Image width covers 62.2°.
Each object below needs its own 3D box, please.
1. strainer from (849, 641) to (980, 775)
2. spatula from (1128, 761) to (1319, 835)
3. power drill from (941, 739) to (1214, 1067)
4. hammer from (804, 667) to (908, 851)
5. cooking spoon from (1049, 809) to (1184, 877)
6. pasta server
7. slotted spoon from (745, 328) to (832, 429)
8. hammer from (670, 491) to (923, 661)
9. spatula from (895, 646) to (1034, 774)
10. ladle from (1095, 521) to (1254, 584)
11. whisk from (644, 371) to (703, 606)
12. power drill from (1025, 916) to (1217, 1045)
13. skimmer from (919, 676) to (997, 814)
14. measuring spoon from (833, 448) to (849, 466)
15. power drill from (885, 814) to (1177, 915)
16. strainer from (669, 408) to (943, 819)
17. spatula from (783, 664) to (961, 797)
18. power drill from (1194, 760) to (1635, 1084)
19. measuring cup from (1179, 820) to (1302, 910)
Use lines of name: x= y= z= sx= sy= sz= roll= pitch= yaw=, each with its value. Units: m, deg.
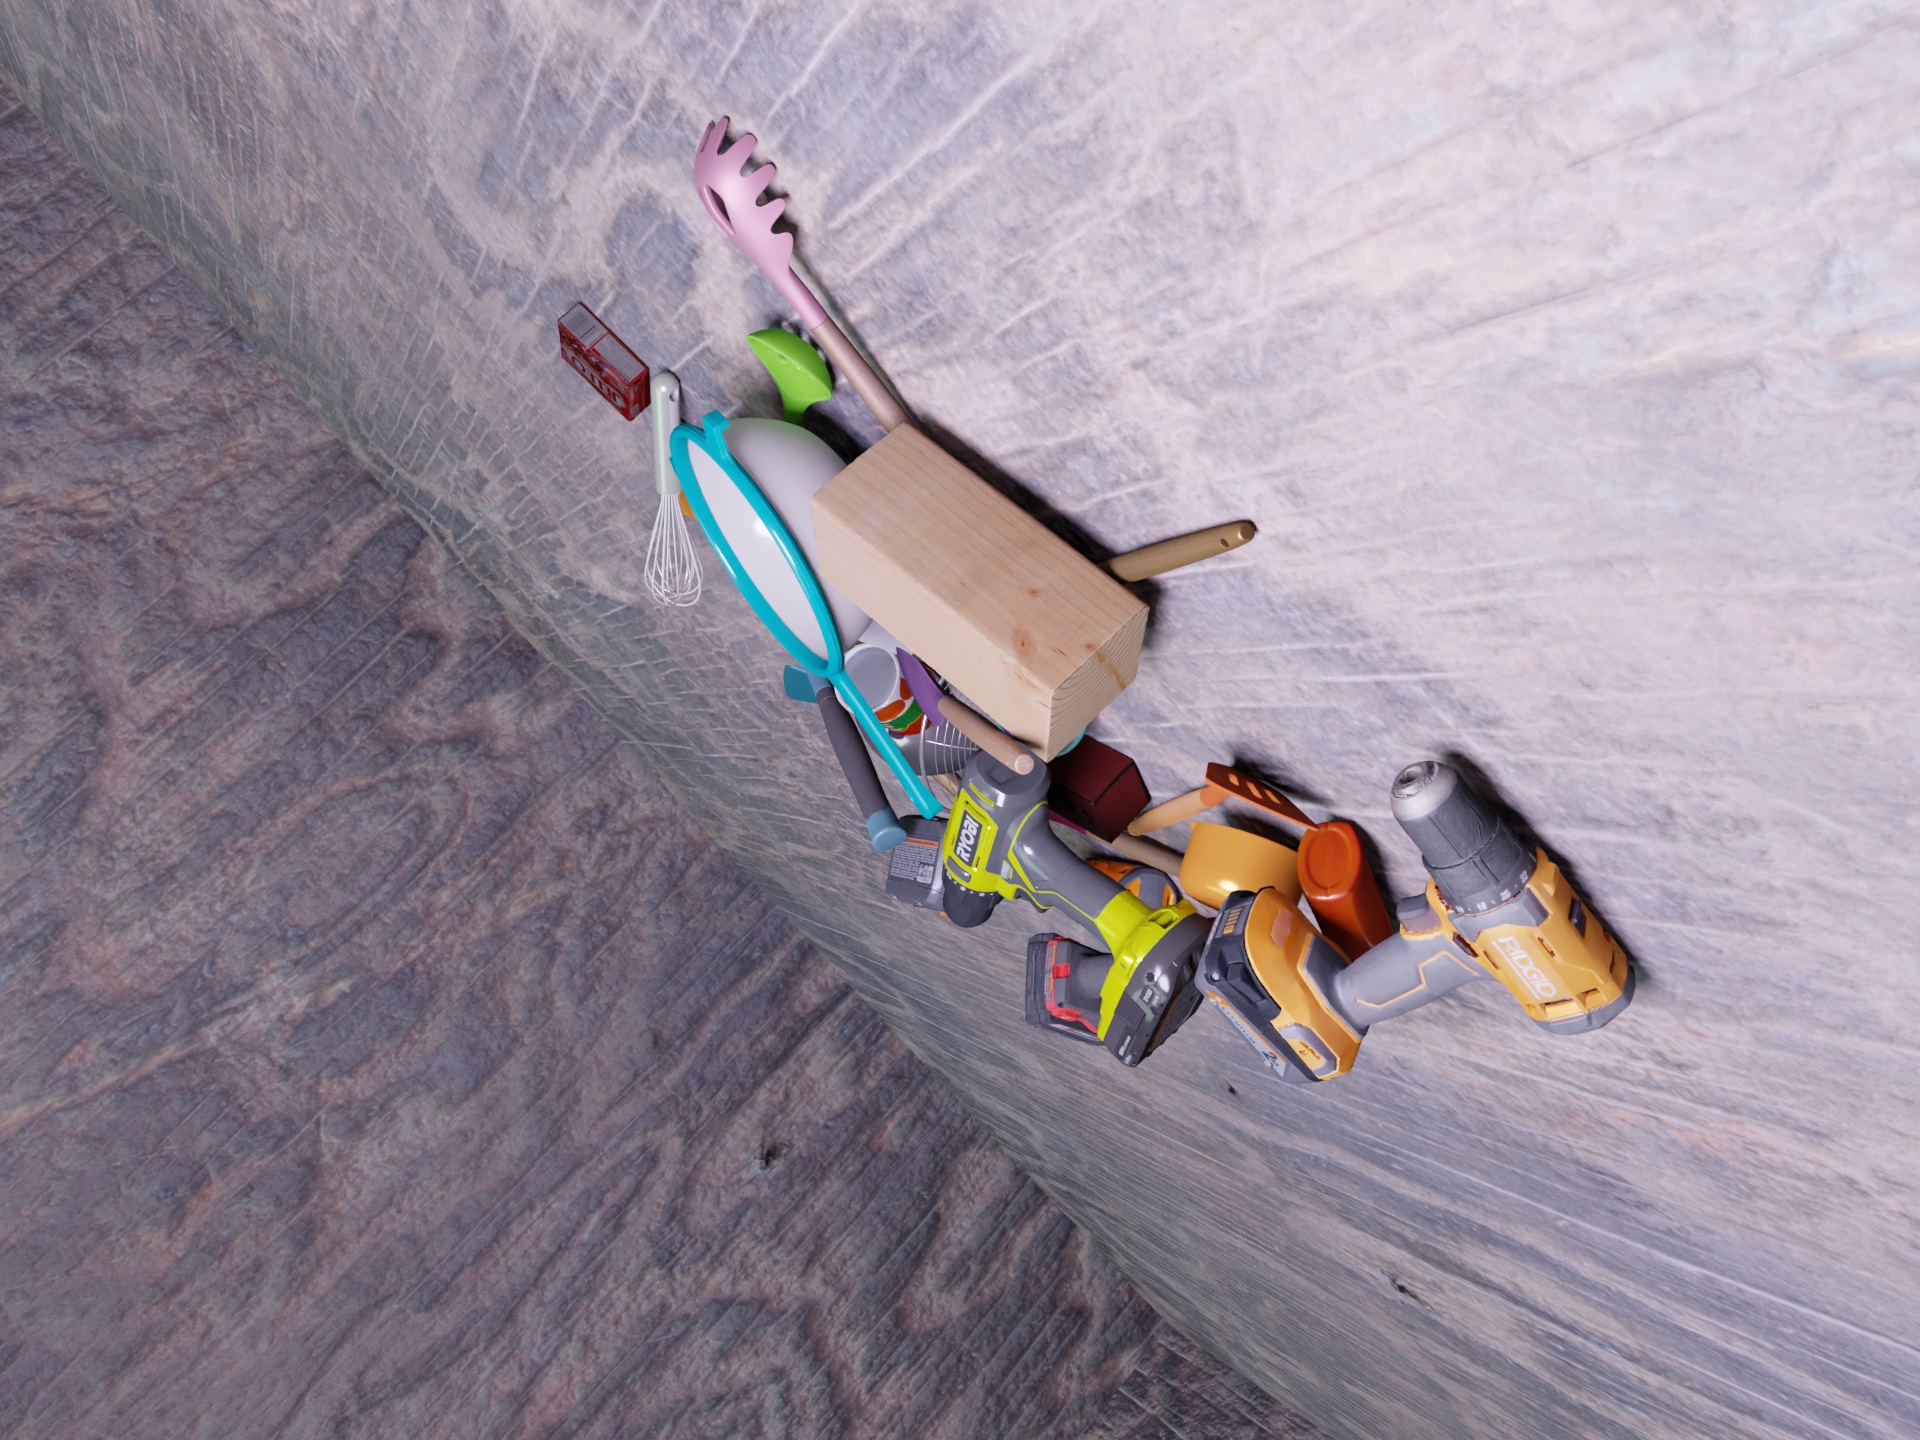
strainer: x=-0.019 y=0.023 z=1.446 sx=0.257 sy=0.069 sz=0.151 roll=27 pitch=156 yaw=49
spatula: x=0.170 y=0.067 z=1.159 sx=0.081 sy=0.041 sz=0.322 roll=24 pitch=166 yaw=-5
power drill: x=0.076 y=0.144 z=1.183 sx=0.229 sy=0.080 sz=0.190 roll=41 pitch=143 yaw=22
hammer: x=-0.113 y=-0.011 z=1.418 sx=0.128 sy=0.033 sz=0.331 roll=57 pitch=-175 yaw=-50
cooking spoon: x=0.129 y=0.100 z=1.352 sx=0.068 sy=0.017 sz=0.319 roll=28 pitch=175 yaw=-42
pasta server: x=-0.070 y=-0.241 z=1.024 sx=0.316 sy=0.040 sz=0.060 roll=50 pitch=163 yaw=-30
slotted spoon: x=-0.129 y=-0.217 z=1.210 sx=0.070 sy=0.031 sz=0.313 roll=33 pitch=164 yaw=3
hammer: x=-0.164 y=-0.142 z=1.393 sx=0.127 sy=0.034 sz=0.337 roll=17 pitch=-167 yaw=-48
spatula: x=-0.002 y=-0.004 z=1.111 sx=0.316 sy=0.018 sz=0.059 roll=-143 pitch=33 yaw=-71
ladle: x=0.092 y=-0.092 z=0.993 sx=0.069 sy=0.031 sz=0.315 roll=50 pitch=161 yaw=-13
whisk: x=-0.257 y=-0.200 z=1.413 sx=0.059 sy=0.058 sz=0.246 roll=21 pitch=135 yaw=15
power drill: x=0.172 y=0.214 z=1.309 sx=0.220 sy=0.079 sz=0.143 roll=-15 pitch=151 yaw=38
skimmer: x=-0.026 y=-0.062 z=1.225 sx=0.362 sy=0.090 sz=0.127 roll=70 pitch=178 yaw=-51
measuring spoon: x=-0.062 y=-0.156 z=1.227 sx=0.042 sy=0.021 sz=0.128 roll=17 pitch=139 yaw=57
power drill: x=0.055 y=0.140 z=1.394 sx=0.226 sy=0.084 sz=0.164 roll=13 pitch=174 yaw=-22
strainer: x=-0.082 y=-0.090 z=1.171 sx=0.340 sy=0.095 sz=0.211 roll=57 pitch=165 yaw=-9
spatula: x=-0.049 y=0.043 z=1.609 sx=0.317 sy=0.044 sz=0.082 roll=40 pitch=159 yaw=12
power drill: x=0.246 y=0.121 z=0.933 sx=0.226 sy=0.084 sz=0.185 roll=-26 pitch=113 yaw=42
measuring cup: x=0.199 y=0.120 z=1.166 sx=0.095 sy=0.052 sz=0.173 roll=20 pitch=168 yaw=5
